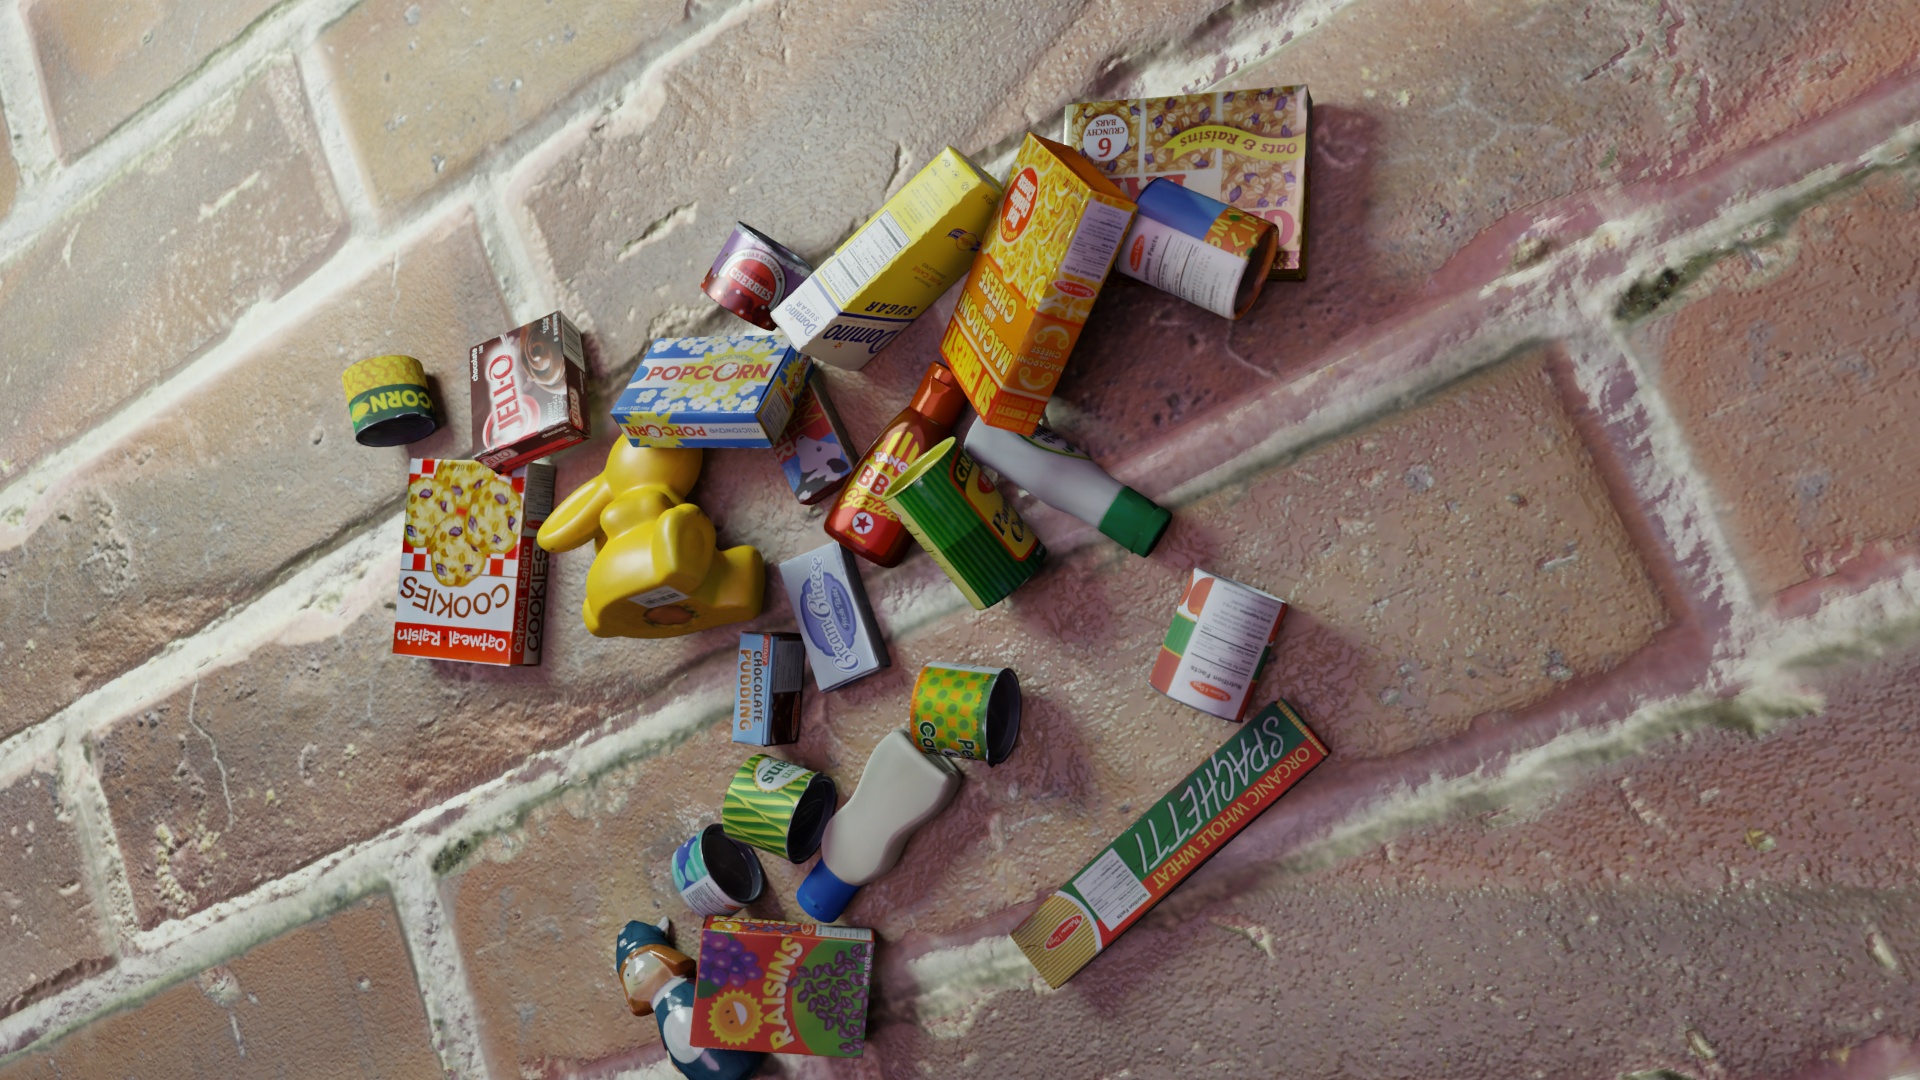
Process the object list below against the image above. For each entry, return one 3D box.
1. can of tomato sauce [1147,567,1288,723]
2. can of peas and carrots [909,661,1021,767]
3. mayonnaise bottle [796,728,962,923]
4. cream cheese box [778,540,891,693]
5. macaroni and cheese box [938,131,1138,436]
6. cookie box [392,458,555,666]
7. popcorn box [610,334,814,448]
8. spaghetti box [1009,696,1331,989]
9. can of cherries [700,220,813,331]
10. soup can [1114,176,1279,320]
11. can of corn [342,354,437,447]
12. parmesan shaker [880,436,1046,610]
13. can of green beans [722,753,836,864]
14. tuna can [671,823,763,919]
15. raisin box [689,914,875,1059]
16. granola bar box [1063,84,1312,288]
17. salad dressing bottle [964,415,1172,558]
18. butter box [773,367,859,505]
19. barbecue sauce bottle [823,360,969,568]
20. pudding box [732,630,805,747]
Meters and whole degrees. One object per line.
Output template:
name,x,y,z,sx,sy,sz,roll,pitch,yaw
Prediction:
can of tomato sauce,0.167,0.067,0.904,0.071,0.071,0.083,23,95,22
can of peas and carrots,0.003,0.121,0.964,0.059,0.071,0.071,4,88,23
mayonnaise bottle,-0.064,0.209,1.001,0.065,0.041,0.147,40,102,21
cream cheese box,-0.094,0.056,1.032,0.053,0.024,0.104,-24,78,19
macaroni and cheese box,0.047,-0.171,0.924,0.165,0.040,0.124,-66,27,25
cookie box,-0.403,0.018,1.153,0.123,0.040,0.167,2,86,22
popcorn box,-0.181,-0.110,1.022,0.126,0.038,0.085,2,49,23
spaghetti box,0.138,0.203,0.924,0.249,0.029,0.050,-45,72,14
can of cherries,-0.155,-0.199,1.050,0.071,0.071,0.058,38,101,20
soup can,0.152,-0.187,0.886,0.084,0.071,0.071,28,97,20
can of corn,-0.484,-0.119,1.180,0.071,0.071,0.058,-22,78,20
parmesan shaker,0.003,-0.012,0.957,0.071,0.071,0.103,-37,102,16
can of green beans,-0.132,0.195,1.015,0.058,0.071,0.071,16,93,23
tuna can,-0.181,0.245,1.033,0.032,0.071,0.071,-36,74,17
raisin box,-0.127,0.318,0.993,0.123,0.040,0.086,6,89,-5
granola bar box,0.152,-0.237,0.944,0.165,0.039,0.124,2,88,22
salad dressing bottle,0.074,-0.042,0.954,0.148,0.064,0.044,33,108,12
butter box,-0.118,-0.083,1.052,0.053,0.024,0.103,-31,76,17
barbecue sauce bottle,-0.039,-0.057,1.007,0.065,0.044,0.148,31,98,16
pudding box,-0.142,0.110,1.034,0.030,0.050,0.083,3,88,24
